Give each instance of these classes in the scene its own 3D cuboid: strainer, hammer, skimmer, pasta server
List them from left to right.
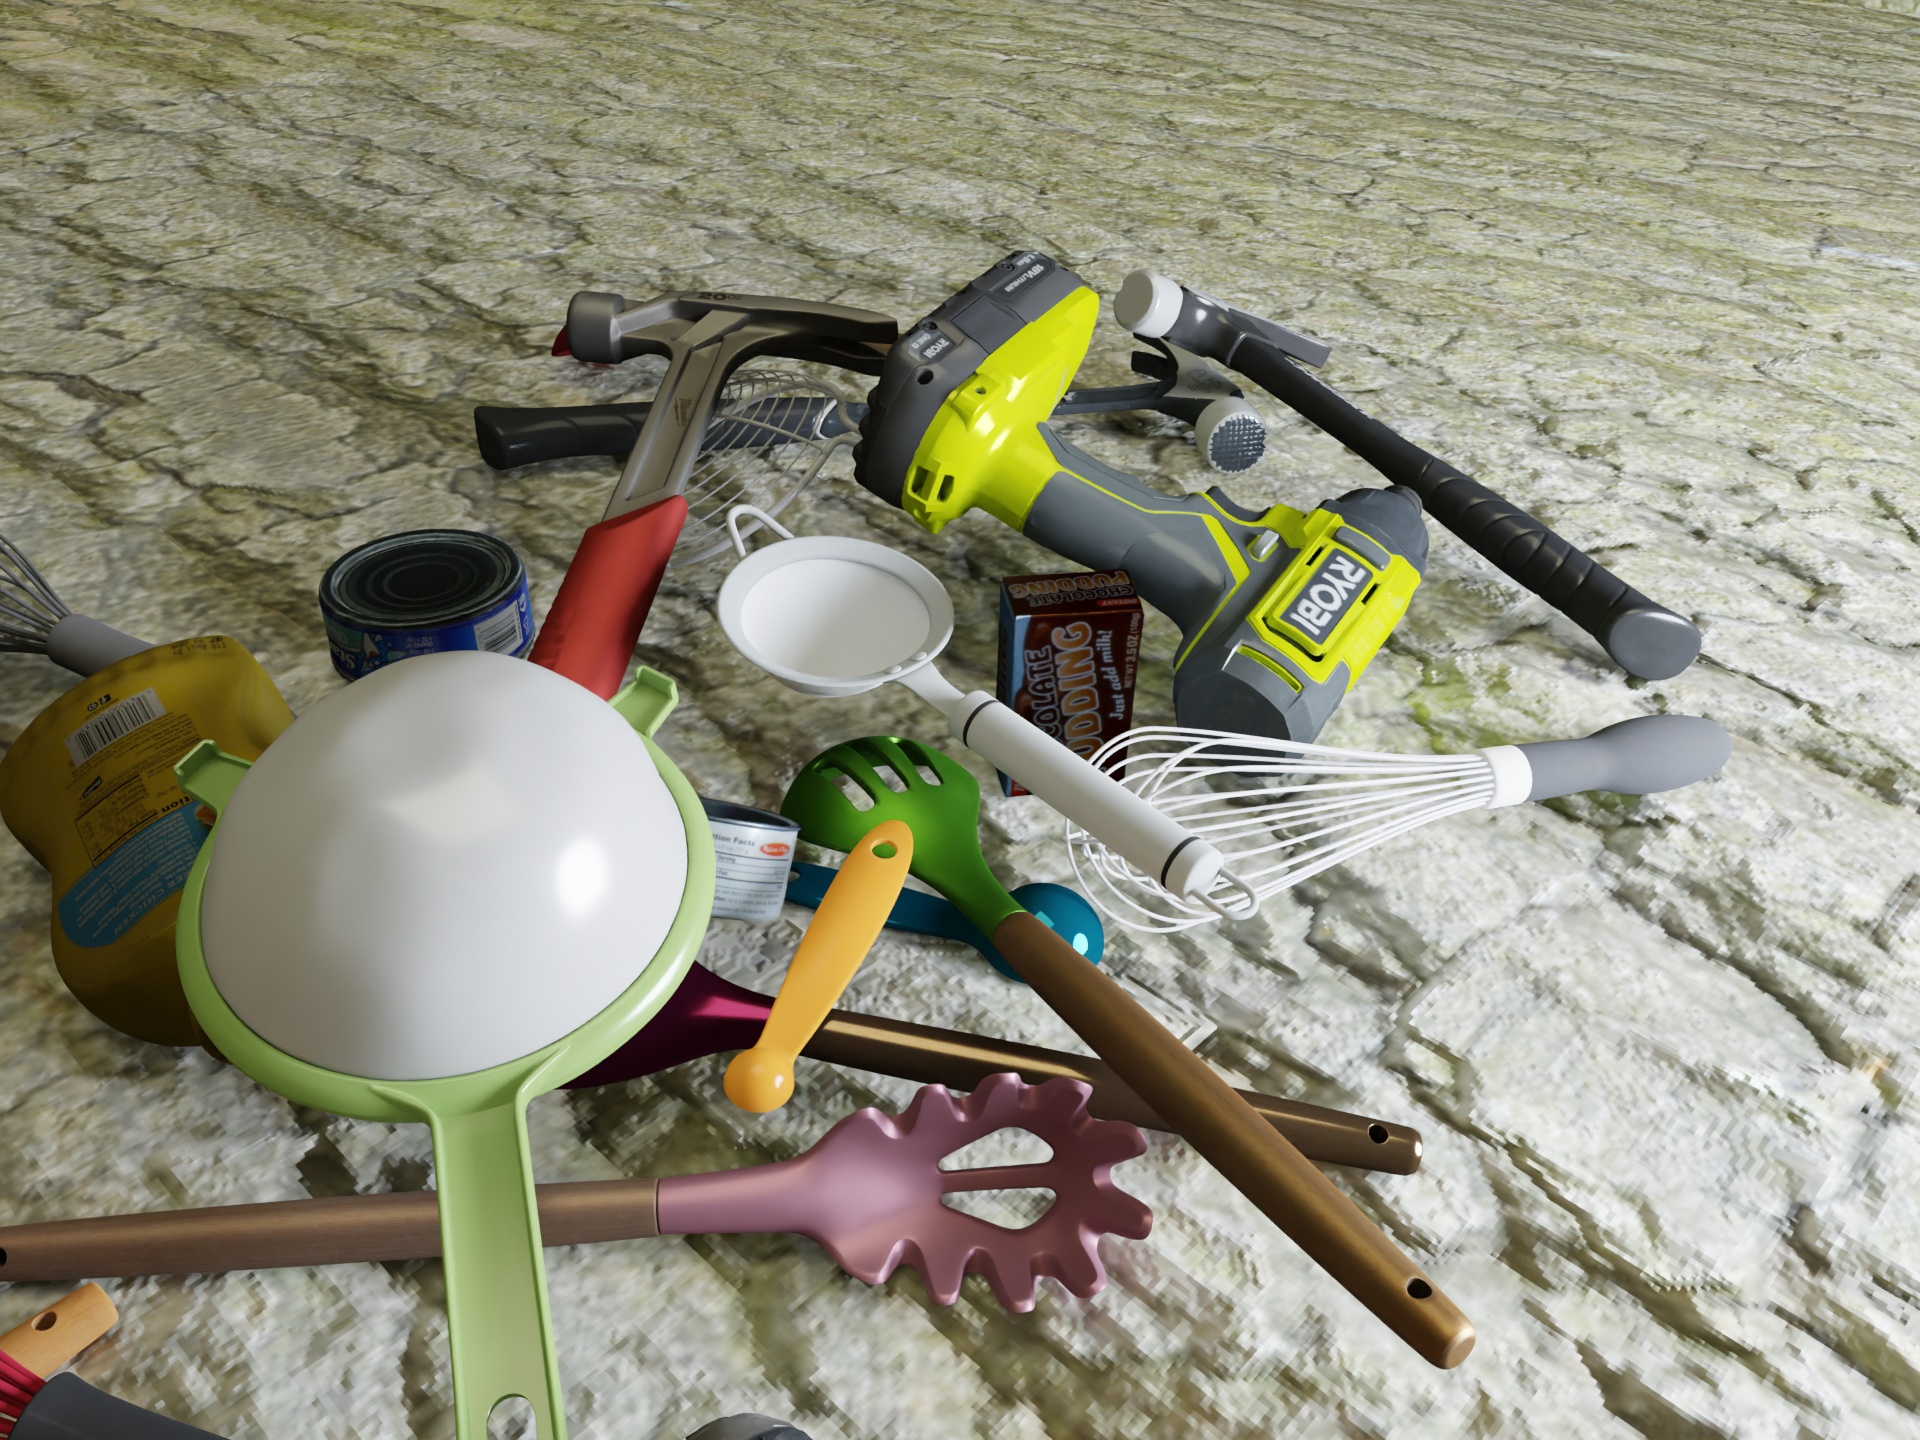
[{"bbox_3d":[-0.131,0.066,0.408,0.151,0.069,0.257,-10,48,-14],"label":"strainer"},{"bbox_3d":[-0.109,0.132,0.424,0.316,0.040,0.060,-3,79,-3],"label":"pasta server"},{"bbox_3d":[-0.125,-0.050,0.610,0.149,0.036,0.359,7,49,5],"label":"hammer"},{"bbox_3d":[-0.052,-0.167,0.857,0.409,0.036,0.149,-5,35,-9],"label":"hammer"},{"bbox_3d":[-0.001,-0.002,0.544,0.087,0.050,0.259,-28,46,-33],"label":"strainer"},{"bbox_3d":[0.018,-0.090,0.752,0.363,0.090,0.127,13,48,-1],"label":"skimmer"},{"bbox_3d":[0.221,-0.125,0.780,0.146,0.035,0.335,6,32,-43],"label":"hammer"}]

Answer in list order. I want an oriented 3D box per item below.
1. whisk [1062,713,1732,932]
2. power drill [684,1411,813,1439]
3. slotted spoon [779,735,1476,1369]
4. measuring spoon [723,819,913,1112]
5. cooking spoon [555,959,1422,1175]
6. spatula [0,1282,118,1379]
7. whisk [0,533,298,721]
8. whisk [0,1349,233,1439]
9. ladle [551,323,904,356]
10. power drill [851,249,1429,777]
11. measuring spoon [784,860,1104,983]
[{"bbox_3d":[0.168,0.023,0.579,0.284,0.070,0.070,-7,36,-20],"label":"whisk"},{"bbox_3d":[-0.059,0.229,0.256,0.226,0.084,0.185,-21,40,-35],"label":"power drill"},{"bbox_3d":[0.032,0.076,0.477,0.070,0.031,0.314,-19,35,-26],"label":"slotted spoon"},{"bbox_3d":[-0.039,0.067,0.474,0.021,0.011,0.117,18,44,10],"label":"measuring spoon"},{"bbox_3d":[-0.023,0.096,0.470,0.319,0.017,0.069,11,51,2],"label":"cooking spoon"},{"bbox_3d":[-0.322,0.211,0.301,0.081,0.041,0.322,25,41,30],"label":"spatula"},{"bbox_3d":[-0.358,-0.033,0.648,0.239,0.055,0.055,21,39,19],"label":"whisk"},{"bbox_3d":[-0.221,0.149,0.352,0.296,0.073,0.073,20,37,3],"label":"whisk"},{"bbox_3d":[-0.100,-0.205,0.863,0.315,0.031,0.069,11,25,30],"label":"ladle"},{"bbox_3d":[0.083,-0.095,0.668,0.223,0.080,0.171,36,52,10],"label":"power drill"},{"bbox_3d":[-0.013,0.059,0.545,0.128,0.021,0.042,12,36,13],"label":"measuring spoon"}]
